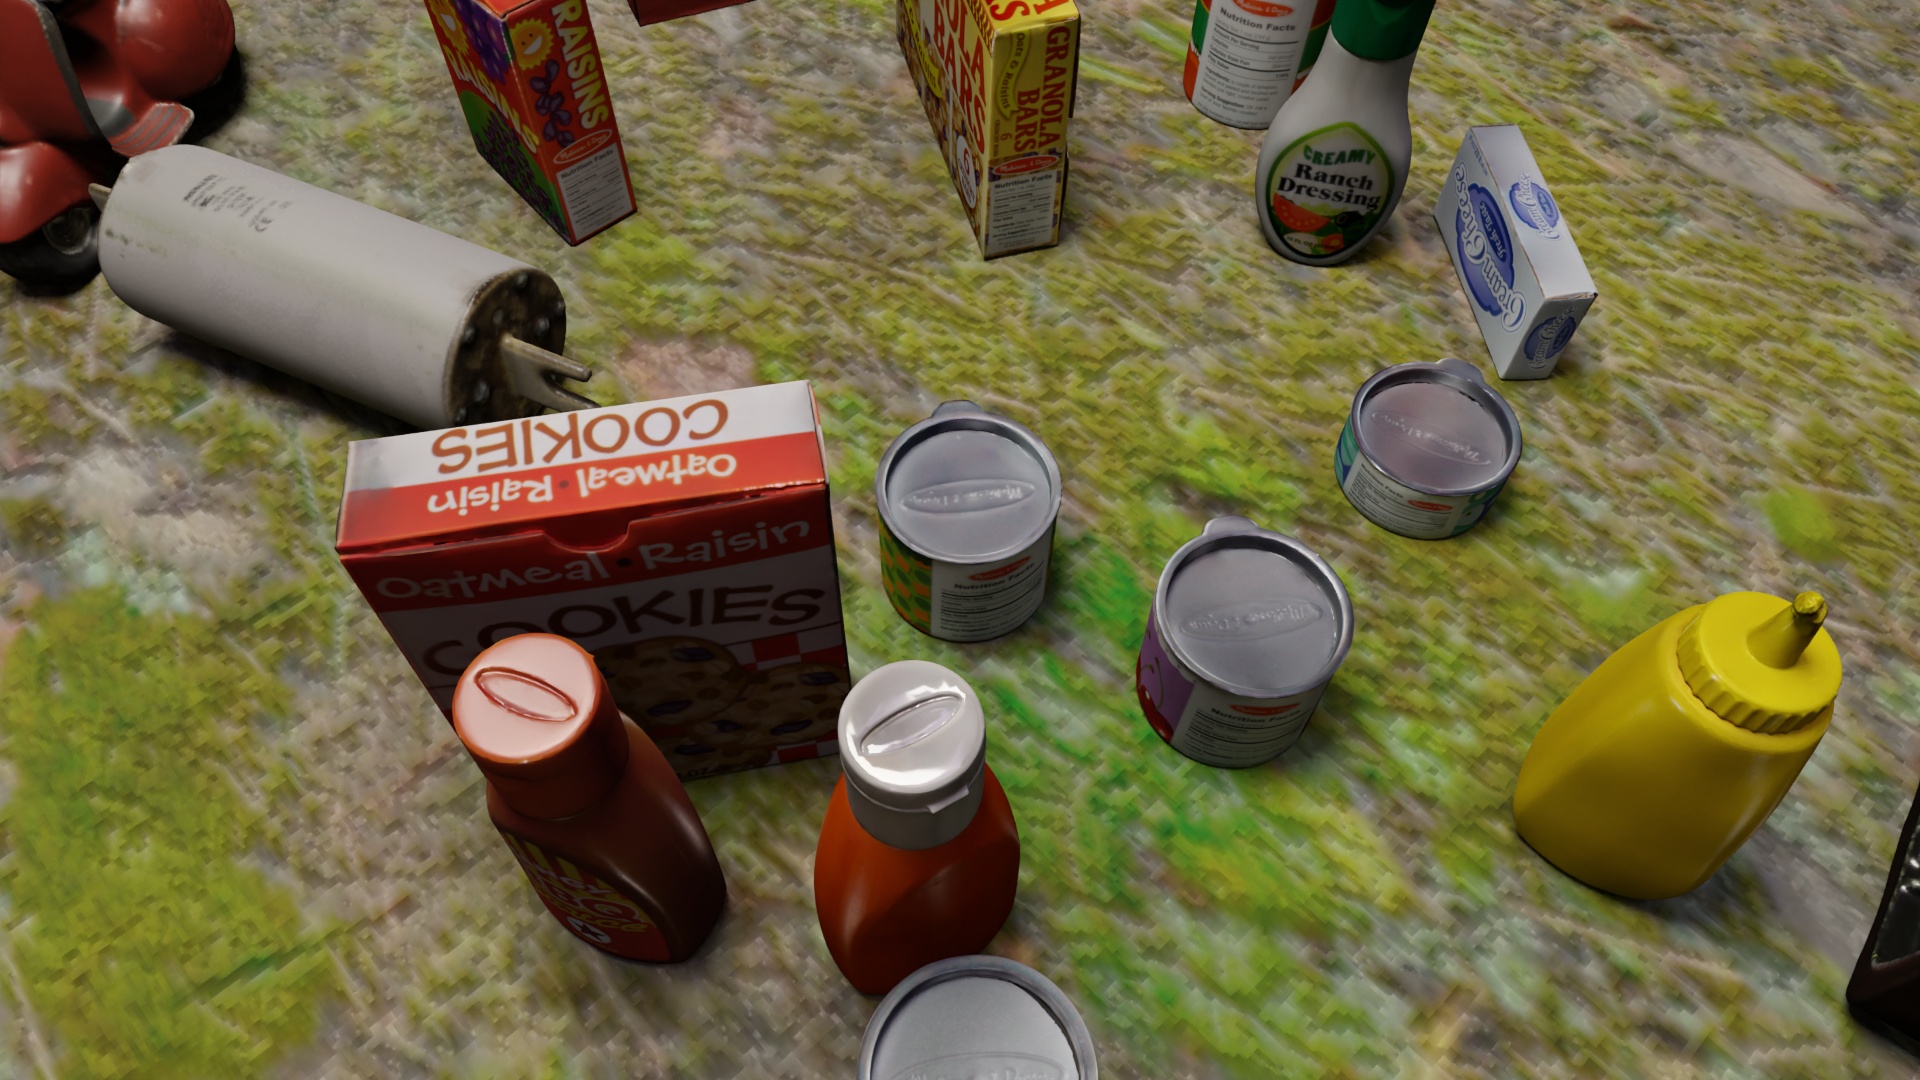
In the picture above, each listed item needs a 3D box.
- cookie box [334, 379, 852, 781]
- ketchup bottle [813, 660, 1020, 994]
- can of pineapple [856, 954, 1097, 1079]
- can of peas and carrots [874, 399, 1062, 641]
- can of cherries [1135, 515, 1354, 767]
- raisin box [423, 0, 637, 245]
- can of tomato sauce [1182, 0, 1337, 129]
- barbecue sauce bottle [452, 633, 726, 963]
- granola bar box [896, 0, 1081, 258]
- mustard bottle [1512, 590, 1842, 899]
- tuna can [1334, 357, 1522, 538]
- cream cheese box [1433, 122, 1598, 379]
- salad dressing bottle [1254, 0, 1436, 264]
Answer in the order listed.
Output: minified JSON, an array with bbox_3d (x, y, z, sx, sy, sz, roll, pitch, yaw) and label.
[{"bbox_3d":[-0.098,0.025,0.424,0.123,0.166,0.040,-9,58,-7],"label":"cookie box"},{"bbox_3d":[-0.012,0.085,0.398,0.065,0.148,0.044,-26,61,-17],"label":"ketchup bottle"},{"bbox_3d":[0.003,0.162,0.401,0.071,0.057,0.071,1,57,-1],"label":"can of pineapple"},{"bbox_3d":[0.002,-0.006,0.512,0.071,0.058,0.071,1,57,-1],"label":"can of peas and carrots"},{"bbox_3d":[0.097,0.036,0.487,0.071,0.058,0.072,1,57,-1],"label":"can of cherries"},{"bbox_3d":[-0.189,-0.201,0.598,0.040,0.122,0.086,-35,64,-21],"label":"raisin box"},{"bbox_3d":[0.145,-0.251,0.663,0.071,0.082,0.071,1,57,-1],"label":"can of tomato sauce"},{"bbox_3d":[-0.107,0.077,0.401,0.065,0.147,0.044,21,59,12],"label":"barbecue sauce bottle"},{"bbox_3d":[0.008,-0.230,0.621,0.039,0.123,0.166,-12,58,-9],"label":"granola bar box"},{"bbox_3d":[0.219,0.057,0.415,0.065,0.159,0.049,29,61,17],"label":"mustard bottle"},{"bbox_3d":[0.185,-0.038,0.553,0.071,0.032,0.071,1,57,-1],"label":"tuna can"},{"bbox_3d":[0.237,-0.125,0.600,0.024,0.053,0.104,-4,57,-4],"label":"cream cheese box"},{"bbox_3d":[0.163,-0.182,0.579,0.064,0.147,0.044,13,58,7],"label":"salad dressing bottle"}]
